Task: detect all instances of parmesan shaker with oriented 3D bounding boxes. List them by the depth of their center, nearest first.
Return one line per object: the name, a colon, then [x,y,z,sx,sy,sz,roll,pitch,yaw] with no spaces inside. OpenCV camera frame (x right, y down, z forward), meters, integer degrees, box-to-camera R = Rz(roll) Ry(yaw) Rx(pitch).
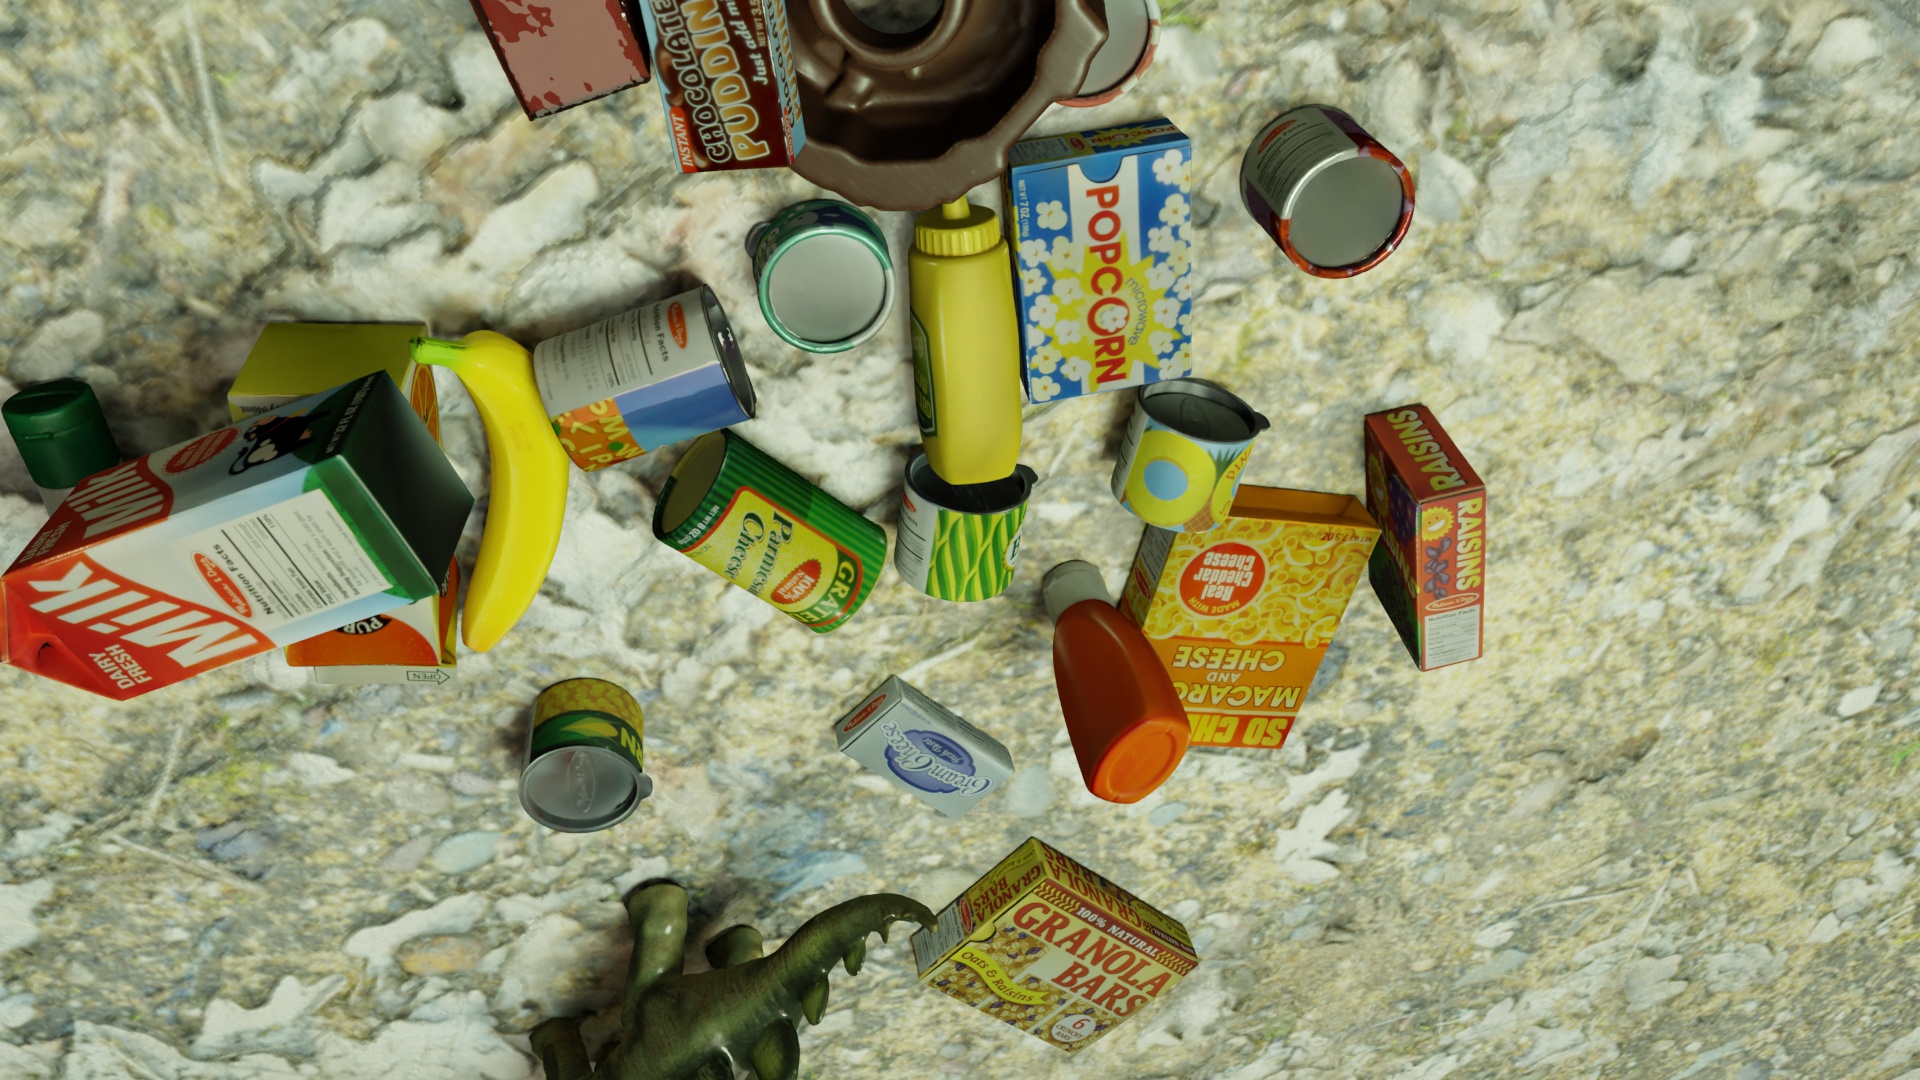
parmesan shaker: [-0.099,-0.003,0.713,0.103,0.071,0.071,33,112,-29]

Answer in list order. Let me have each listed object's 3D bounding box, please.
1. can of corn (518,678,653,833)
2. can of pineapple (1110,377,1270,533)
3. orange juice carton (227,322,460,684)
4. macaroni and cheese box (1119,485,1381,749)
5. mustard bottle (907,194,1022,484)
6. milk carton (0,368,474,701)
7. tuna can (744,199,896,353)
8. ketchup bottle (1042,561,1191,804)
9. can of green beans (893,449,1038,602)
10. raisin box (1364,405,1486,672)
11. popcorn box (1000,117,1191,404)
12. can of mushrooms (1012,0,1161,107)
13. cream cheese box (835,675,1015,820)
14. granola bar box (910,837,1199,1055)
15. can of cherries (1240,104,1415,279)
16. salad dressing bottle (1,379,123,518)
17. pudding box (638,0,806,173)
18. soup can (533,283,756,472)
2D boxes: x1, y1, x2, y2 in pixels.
can of corn: [-0.209,0.120,0.780,0.071,0.058,0.070,-6,126,-8]
can of pineapple: [0.119,-0.045,0.729,0.071,0.071,0.057,4,125,-15]
orange juice carton: [-0.287,-0.004,0.666,0.072,0.073,0.191,-1,125,-11]
macaroni and cheese box: [0.158,0.047,0.820,0.124,0.040,0.165,5,123,-16]
mustard bottle: [0.000,-0.107,0.665,0.049,0.065,0.159,-11,121,-11]
milk carton: [-0.312,0.004,0.577,0.190,0.073,0.073,-19,125,6]
tuna can: [-0.066,-0.124,0.654,0.071,0.033,0.070,-6,126,-9]
ketchup bottle: [0.077,0.068,0.749,0.043,0.149,0.064,20,119,-24]
can of green beans: [0.000,-0.009,0.729,0.071,0.071,0.057,1,125,-13]
raisin box: [0.259,-0.001,0.779,0.040,0.086,0.122,-12,127,3]
popcorn box: [0.067,-0.133,0.674,0.085,0.038,0.126,-10,126,-4]
can of mushrooms: [0.051,-0.224,0.609,0.071,0.033,0.070,-6,126,-9]
cream cheese box: [-0.020,0.128,0.848,0.053,0.024,0.103,-42,123,18]
granola bar box: [0.067,0.288,0.971,0.165,0.039,0.124,36,111,-31]
can of cherries: [0.176,-0.165,0.663,0.071,0.058,0.071,-6,125,-8]
salad dressing bottle: [-0.404,-0.004,0.660,0.064,0.044,0.146,-6,125,-6]
pudding box: [-0.092,-0.188,0.537,0.050,0.030,0.083,0,126,9]
soup can: [-0.146,-0.074,0.653,0.084,0.072,0.071,-19,127,2]
